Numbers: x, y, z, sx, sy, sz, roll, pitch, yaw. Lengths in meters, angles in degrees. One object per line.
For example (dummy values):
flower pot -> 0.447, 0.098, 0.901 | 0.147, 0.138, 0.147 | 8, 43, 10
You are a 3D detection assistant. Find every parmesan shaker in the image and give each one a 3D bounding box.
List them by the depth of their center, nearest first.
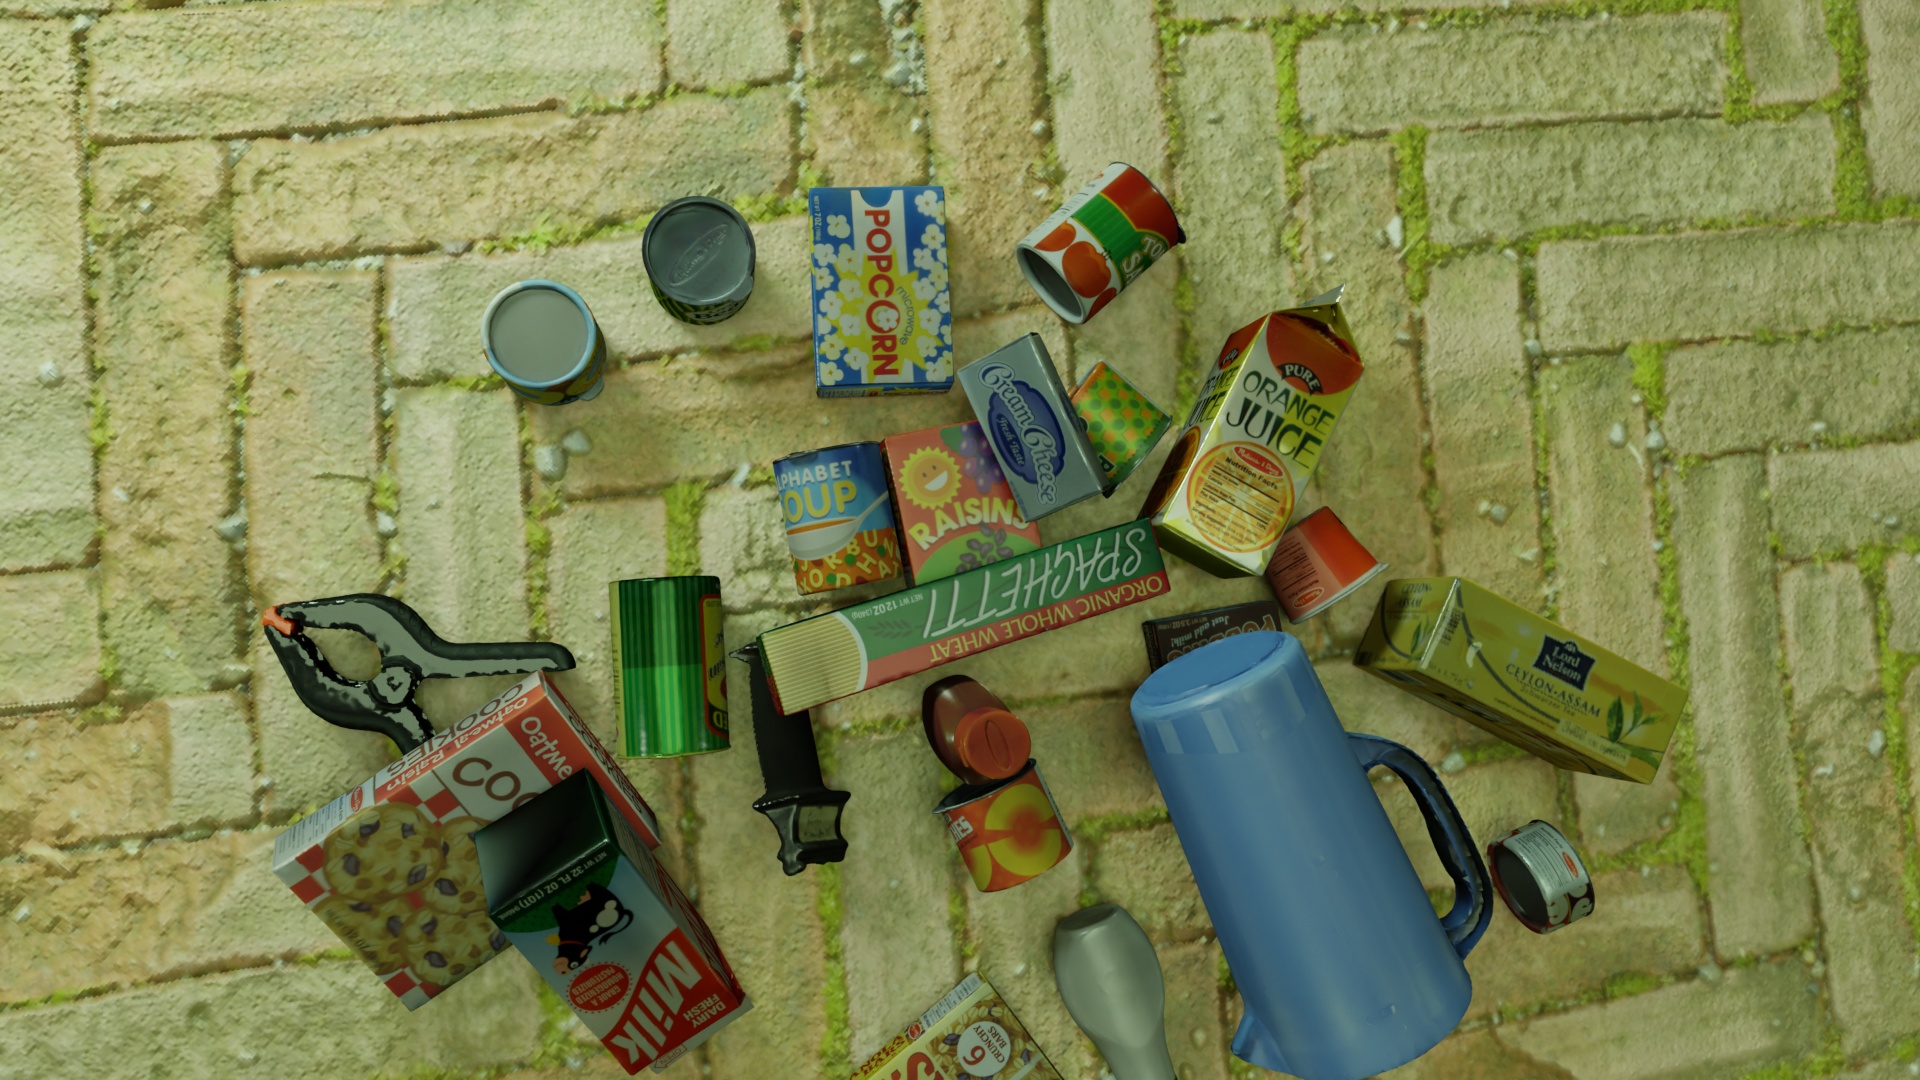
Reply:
parmesan shaker -> -0.171, 0.073, 0.816 | 0.071, 0.071, 0.103 | -3, 87, -9

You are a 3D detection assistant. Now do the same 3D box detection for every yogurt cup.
yogurt cup -> 0.226, 0.014, 0.886 | 0.072, 0.072, 0.054 | -32, 84, -9

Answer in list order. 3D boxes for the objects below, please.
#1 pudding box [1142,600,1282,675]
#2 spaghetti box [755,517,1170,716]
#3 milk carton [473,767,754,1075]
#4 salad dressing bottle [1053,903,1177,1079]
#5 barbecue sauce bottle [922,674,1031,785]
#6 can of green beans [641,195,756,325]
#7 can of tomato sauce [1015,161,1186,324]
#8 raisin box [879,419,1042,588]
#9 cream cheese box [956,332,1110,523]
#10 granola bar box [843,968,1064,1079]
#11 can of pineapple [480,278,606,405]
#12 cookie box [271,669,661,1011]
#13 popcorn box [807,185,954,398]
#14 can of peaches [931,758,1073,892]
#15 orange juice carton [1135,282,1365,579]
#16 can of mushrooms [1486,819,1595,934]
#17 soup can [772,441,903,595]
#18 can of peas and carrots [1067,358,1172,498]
pudding box -> 0.163, 0.069, 0.889 | 0.084, 0.030, 0.049 | -9, 89, -9
spaghetti box -> 0.006, 0.043, 0.823 | 0.251, 0.028, 0.050 | -17, 89, -15
milk carton -> -0.187, 0.227, 0.780 | 0.072, 0.073, 0.189 | -32, 123, -9
salad dressing bottle -> 0.103, 0.302, 0.857 | 0.064, 0.044, 0.147 | -20, 90, -11
barbecue sauce bottle -> 0.009, 0.112, 0.802 | 0.044, 0.148, 0.065 | -21, 90, -9
can of green beans -> -0.157, -0.168, 0.842 | 0.071, 0.058, 0.071 | 1, 86, -9
can of tomato sauce -> 0.088, -0.185, 0.877 | 0.083, 0.071, 0.071 | -42, 93, -8
raisin box -> 0.003, -0.011, 0.865 | 0.086, 0.040, 0.123 | -12, 89, -10
cream cheese box -> 0.043, -0.067, 0.832 | 0.053, 0.024, 0.103 | -25, 91, 22
granola bar box -> 0.015, 0.366, 0.841 | 0.124, 0.039, 0.165 | -37, 92, -10
can of pineapple -> -0.245, -0.116, 0.825 | 0.071, 0.058, 0.071 | 1, 86, -9
cookie box -> -0.274, 0.169, 0.787 | 0.168, 0.040, 0.122 | -33, 118, -10
popcorn box -> -0.051, -0.154, 0.868 | 0.085, 0.038, 0.126 | -3, 87, -8
can of peaches -> 0.026, 0.174, 0.842 | 0.071, 0.071, 0.058 | -26, 91, -9
orange juice carton -> 0.190, -0.075, 0.882 | 0.073, 0.071, 0.193 | 28, 83, -6
can of mushrooms -> 0.372, 0.218, 0.894 | 0.033, 0.071, 0.071 | -21, 90, -9
soup can -> -0.075, -0.013, 0.837 | 0.071, 0.071, 0.083 | -11, 88, -9
can of peas and carrots -> 0.088, -0.069, 0.868 | 0.059, 0.071, 0.071 | 40, 82, -4
